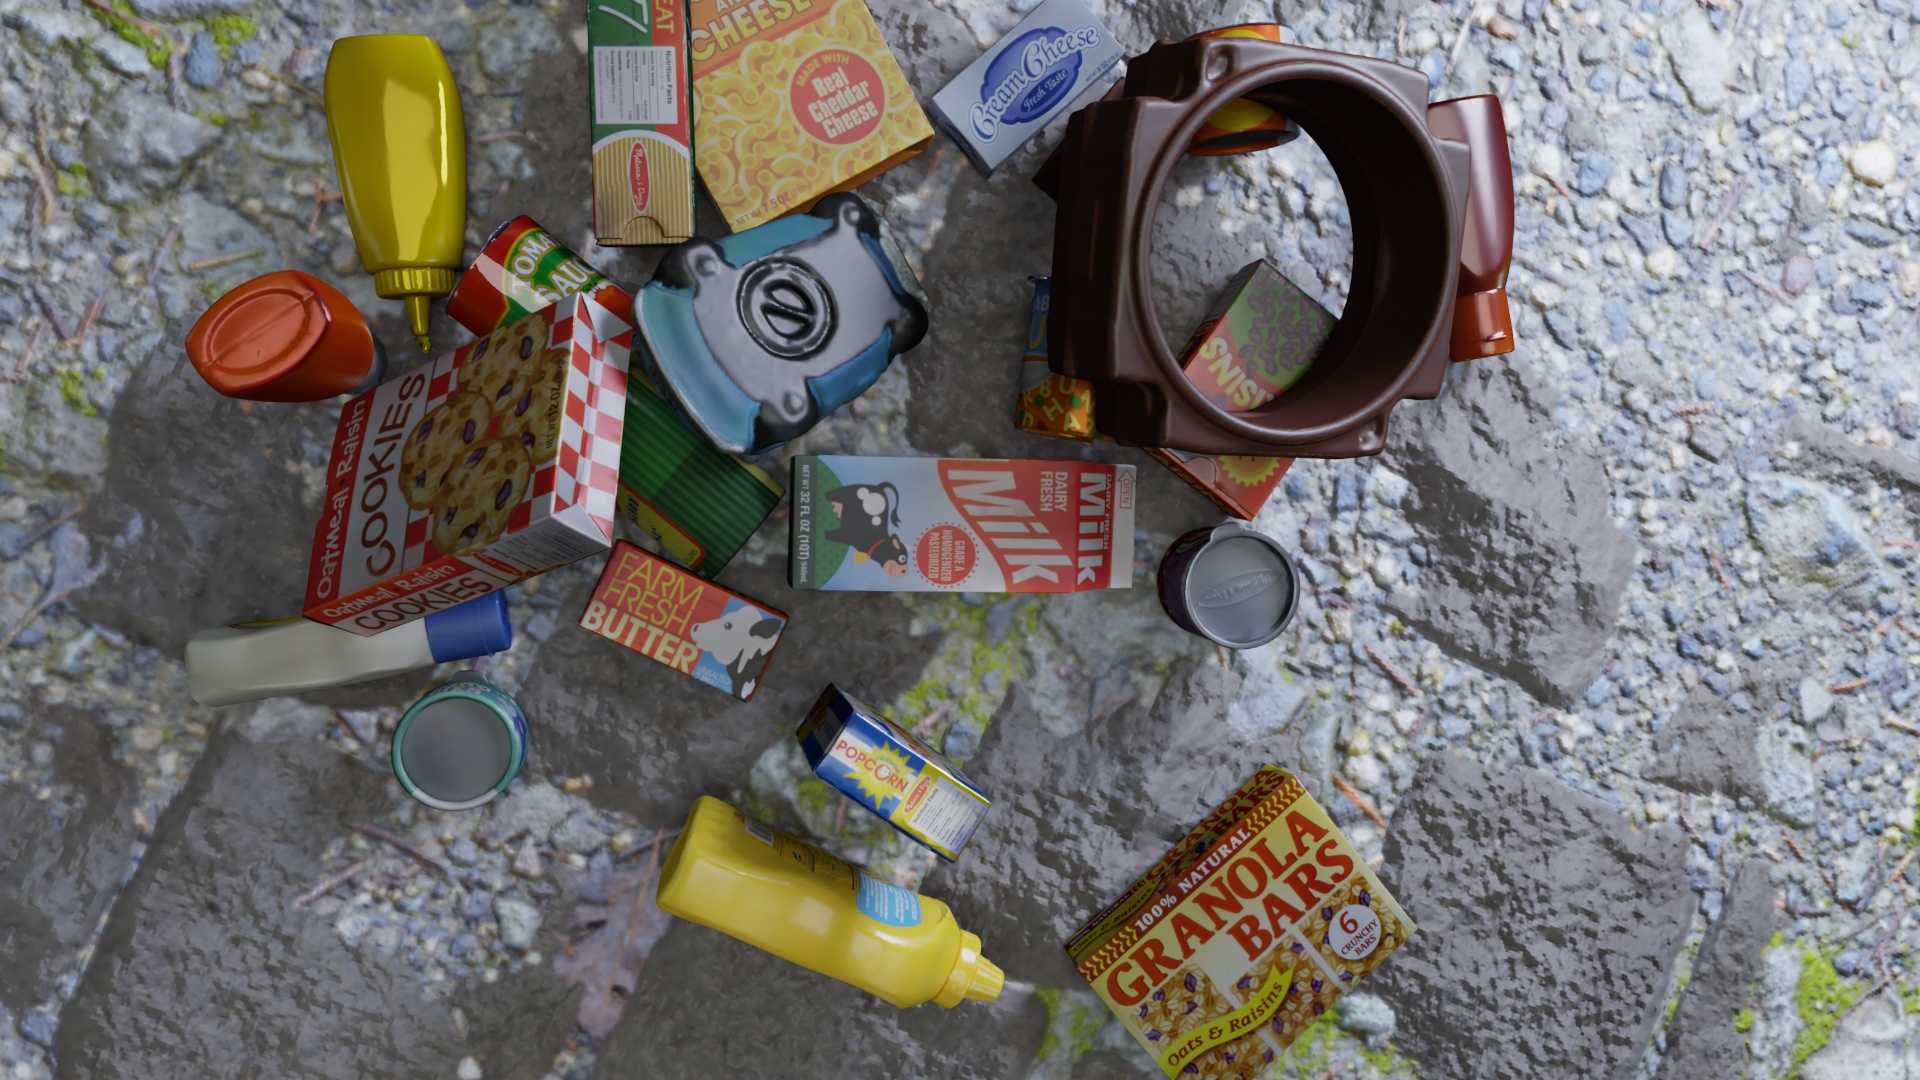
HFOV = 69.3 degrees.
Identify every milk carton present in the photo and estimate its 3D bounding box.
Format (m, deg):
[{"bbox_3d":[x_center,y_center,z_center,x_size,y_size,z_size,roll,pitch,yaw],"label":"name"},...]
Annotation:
[{"bbox_3d":[0.003,-0.009,0.756,0.191,0.073,0.072,2,92,-9],"label":"milk carton"}]

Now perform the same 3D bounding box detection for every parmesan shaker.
[{"bbox_3d":[-0.152,-0.034,0.732,0.103,0.071,0.071,40,86,-8],"label":"parmesan shaker"}]

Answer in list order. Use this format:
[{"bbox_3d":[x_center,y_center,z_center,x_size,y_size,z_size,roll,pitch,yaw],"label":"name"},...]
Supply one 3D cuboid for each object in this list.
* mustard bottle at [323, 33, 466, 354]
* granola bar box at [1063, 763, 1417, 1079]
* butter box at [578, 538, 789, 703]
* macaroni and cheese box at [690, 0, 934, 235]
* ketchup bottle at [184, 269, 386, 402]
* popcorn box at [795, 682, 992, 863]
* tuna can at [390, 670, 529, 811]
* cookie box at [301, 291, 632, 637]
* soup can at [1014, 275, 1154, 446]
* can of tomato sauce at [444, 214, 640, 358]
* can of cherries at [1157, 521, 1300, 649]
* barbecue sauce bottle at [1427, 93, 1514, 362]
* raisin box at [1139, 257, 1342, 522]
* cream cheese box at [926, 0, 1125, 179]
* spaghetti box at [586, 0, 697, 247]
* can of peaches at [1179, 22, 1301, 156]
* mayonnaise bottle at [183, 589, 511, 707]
[{"bbox_3d":[-0.287,-0.176,0.717,0.065,0.049,0.160,-5,94,-9],"label":"mustard bottle"},{"bbox_3d":[0.162,0.231,0.808,0.166,0.039,0.124,-40,98,-5],"label":"granola bar box"},{"bbox_3d":[-0.151,0.043,0.759,0.103,0.024,0.053,26,89,-9],"label":"butter box"},{"bbox_3d":[-0.108,-0.261,0.746,0.124,0.040,0.166,-30,96,-7],"label":"macaroni and cheese box"},{"bbox_3d":[-0.312,-0.092,0.666,0.065,0.149,0.043,-36,97,-6],"label":"ketchup bottle"},{"bbox_3d":[-0.038,0.119,0.728,0.085,0.126,0.038,34,85,-9],"label":"popcorn box"},{"bbox_3d":[-0.266,0.106,0.740,0.071,0.033,0.071,0,93,-9],"label":"tuna can"},{"bbox_3d":[-0.238,-0.034,0.666,0.167,0.040,0.123,-18,58,26],"label":"cookie box"},{"bbox_3d":[0.065,-0.098,0.766,0.071,0.071,0.083,9,91,-9],"label":"soup can"},{"bbox_3d":[-0.211,-0.118,0.721,0.083,0.071,0.071,38,87,-9],"label":"can of tomato sauce"},{"bbox_3d":[0.151,0.023,0.789,0.071,0.058,0.071,0,93,-8],"label":"can of cherries"},{"bbox_3d":[0.293,-0.180,0.811,0.065,0.043,0.148,-12,95,-8],"label":"barbecue sauce bottle"},{"bbox_3d":[0.165,-0.085,0.796,0.086,0.040,0.123,36,87,-9],"label":"raisin box"},{"bbox_3d":[0.036,-0.257,0.777,0.104,0.024,0.053,-43,96,-5],"label":"cream cheese box"},{"bbox_3d":[-0.162,-0.274,0.702,0.050,0.029,0.249,-1,94,-5],"label":"spaghetti box"},{"bbox_3d":[0.153,-0.250,0.776,0.071,0.071,0.058,-7,94,-8],"label":"can of peaches"},{"bbox_3d":[-0.312,0.053,0.718,0.148,0.064,0.041,-10,92,-12],"label":"mayonnaise bottle"}]
